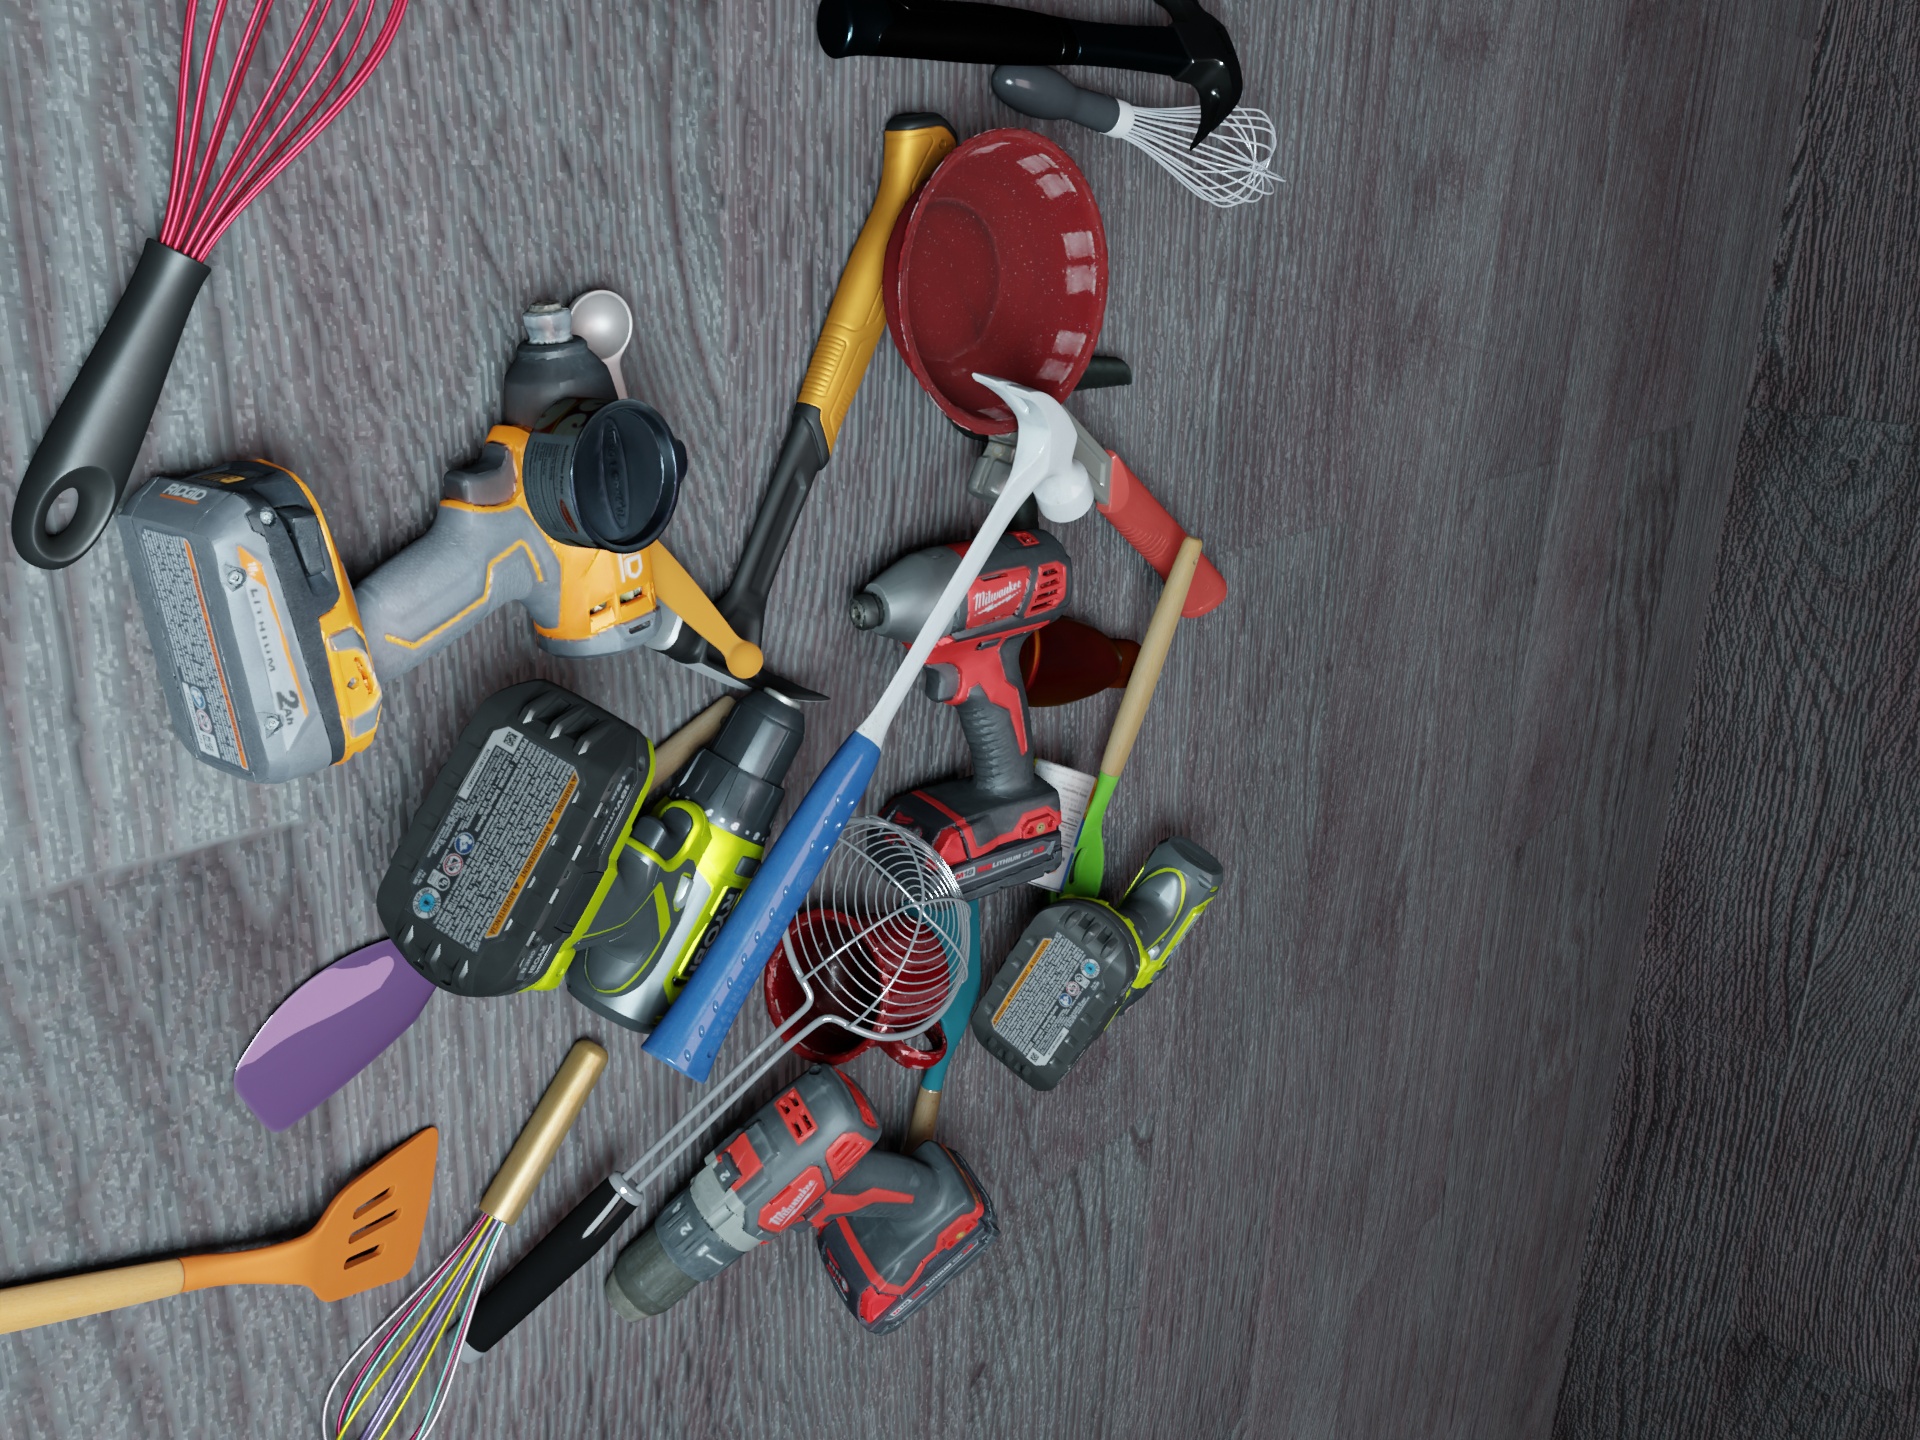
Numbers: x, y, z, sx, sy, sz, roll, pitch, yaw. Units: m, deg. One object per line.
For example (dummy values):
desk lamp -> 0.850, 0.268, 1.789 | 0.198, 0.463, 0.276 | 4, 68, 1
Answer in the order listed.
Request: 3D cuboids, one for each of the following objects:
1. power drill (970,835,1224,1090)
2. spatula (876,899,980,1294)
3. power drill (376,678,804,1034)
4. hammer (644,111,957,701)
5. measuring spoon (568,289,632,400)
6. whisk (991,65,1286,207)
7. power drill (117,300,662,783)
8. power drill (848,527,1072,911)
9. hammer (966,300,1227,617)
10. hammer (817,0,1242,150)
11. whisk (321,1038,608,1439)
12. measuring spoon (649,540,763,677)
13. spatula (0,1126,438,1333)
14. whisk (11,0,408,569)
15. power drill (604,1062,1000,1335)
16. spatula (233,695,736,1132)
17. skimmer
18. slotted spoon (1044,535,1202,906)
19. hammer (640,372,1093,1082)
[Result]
power drill -> 0.102, 0.180, 1.158 | 0.171, 0.080, 0.223 | -59, 161, 19
spatula -> -0.032, 0.274, 1.115 | 0.082, 0.044, 0.317 | -5, 112, -51
power drill -> -0.160, 0.056, 0.772 | 0.190, 0.080, 0.228 | -62, 162, -3
hammer -> -0.069, -0.177, 0.884 | 0.127, 0.034, 0.337 | 26, 83, -52
measuring spoon -> -0.174, -0.151, 0.781 | 0.034, 0.018, 0.124 | -26, 130, -33
whisk -> 0.119, -0.384, 1.030 | 0.284, 0.070, 0.070 | -4, 107, -45
power drill -> -0.229, -0.083, 0.684 | 0.226, 0.084, 0.164 | -31, 126, -47
power drill -> -0.002, -0.003, 0.980 | 0.143, 0.079, 0.219 | -15, 116, -32
hammer -> 0.116, -0.157, 1.085 | 0.358, 0.037, 0.149 | 30, 82, -59
hammer -> 0.050, -0.395, 0.921 | 0.331, 0.033, 0.128 | -17, 79, -41
whisk -> -0.252, 0.277, 0.822 | 0.047, 0.051, 0.245 | 47, 63, -42
measuring spoon -> -0.141, -0.065, 0.808 | 0.021, 0.011, 0.116 | -49, 111, -17
spatula -> -0.365, 0.240, 0.682 | 0.322, 0.041, 0.081 | 5, 100, -48
whisk -> -0.284, -0.192, 0.593 | 0.073, 0.073, 0.296 | 24, 91, -53
power drill -> -0.094, 0.314, 0.984 | 0.188, 0.080, 0.226 | -42, 141, 2
spatula -> -0.224, 0.081, 0.800 | 0.316, 0.018, 0.059 | -43, 133, -32
skimmer -> -0.140, 0.205, 0.881 | 0.363, 0.090, 0.127 | -44, 104, -3
slotted spoon -> 0.117, 0.014, 1.149 | 0.070, 0.031, 0.313 | -11, 125, -51
hammer -> -0.046, 0.000, 0.834 | 0.405, 0.035, 0.144 | -60, 156, -13
